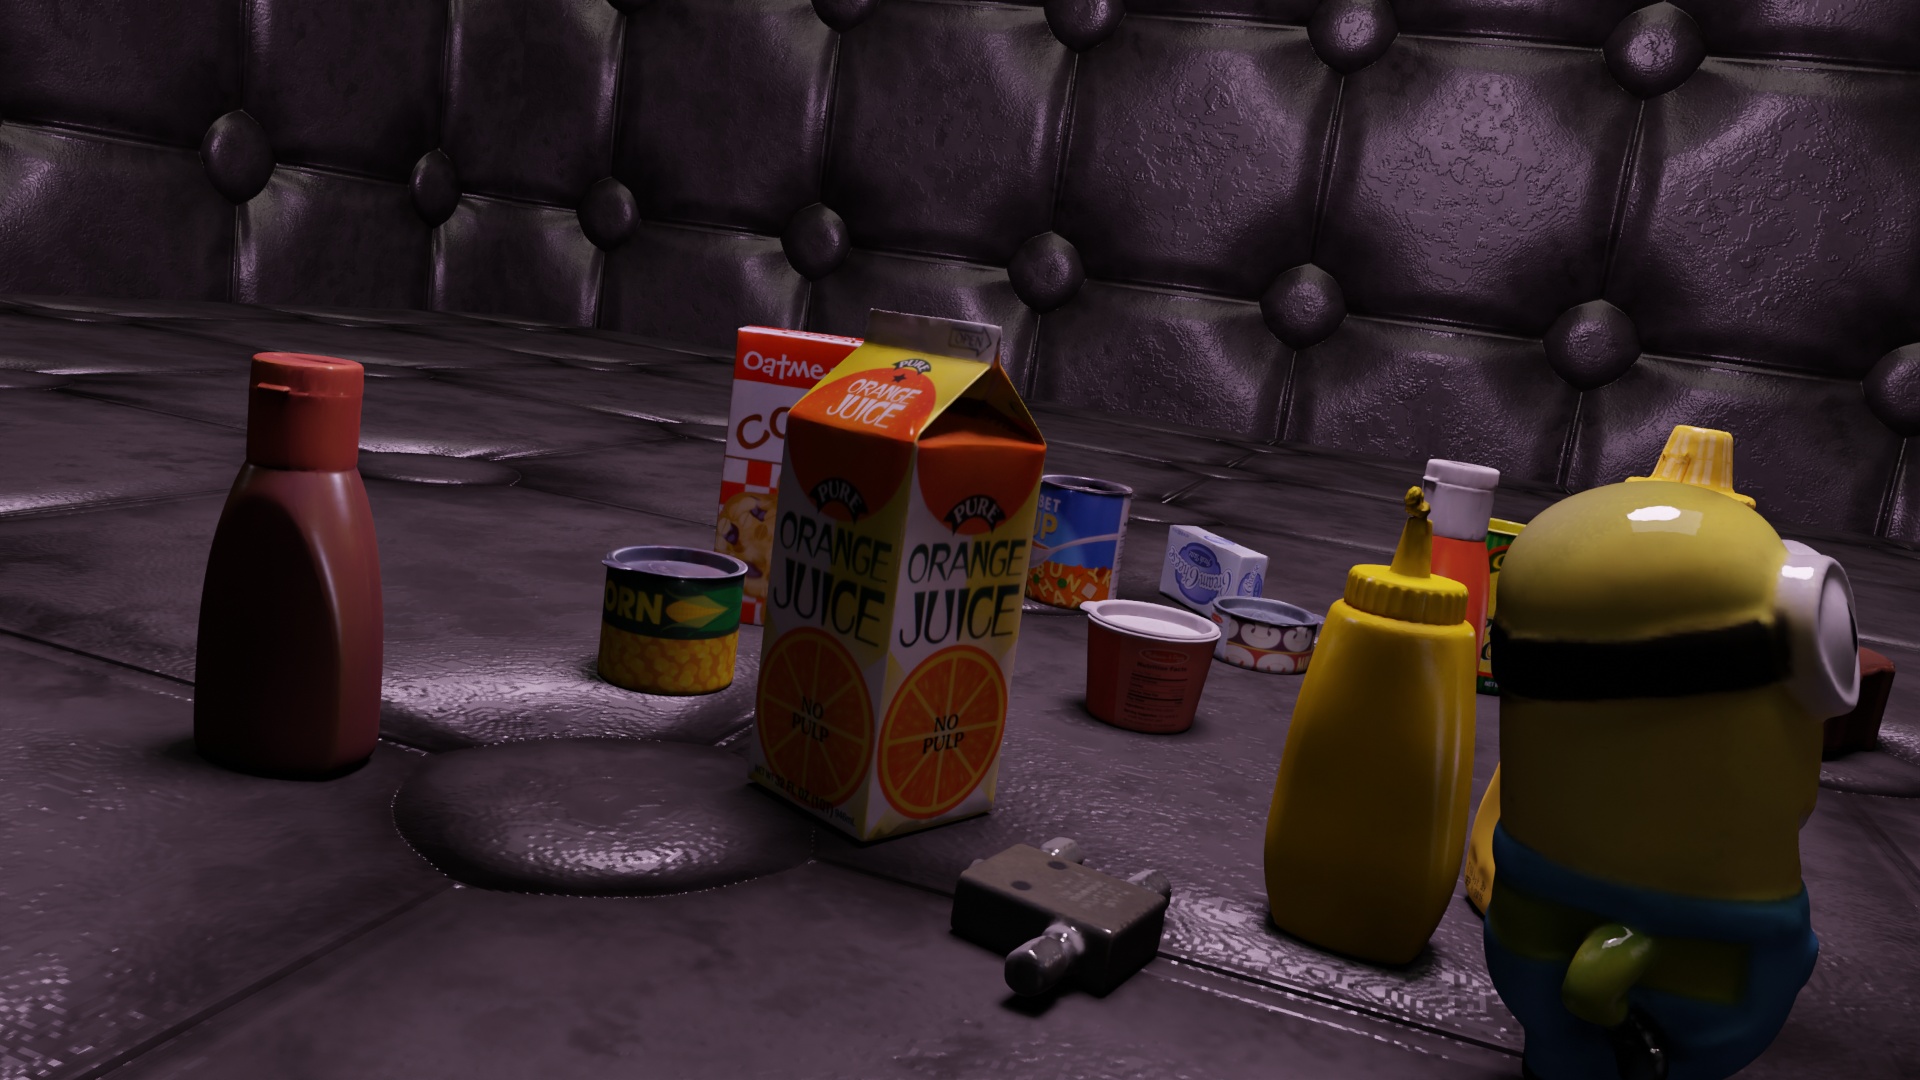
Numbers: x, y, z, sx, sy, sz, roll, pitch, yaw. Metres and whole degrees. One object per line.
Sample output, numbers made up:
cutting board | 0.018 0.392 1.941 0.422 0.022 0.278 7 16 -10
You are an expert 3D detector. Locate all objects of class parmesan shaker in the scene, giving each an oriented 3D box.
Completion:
parmesan shaker | 0.338 0.041 0.885 0.071 0.103 0.071 8 10 -1

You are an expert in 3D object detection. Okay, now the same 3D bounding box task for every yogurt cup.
yogurt cup | 0.095 0.065 0.709 0.072 0.053 0.072 8 10 -1

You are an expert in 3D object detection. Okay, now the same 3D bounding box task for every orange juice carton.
orange juice carton | -0.023 0.009 0.536 0.072 0.192 0.073 17 13 42

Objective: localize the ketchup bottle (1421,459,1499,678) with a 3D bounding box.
ketchup bottle | 0.253 0.032 0.739 0.043 0.148 0.065 5 10 -17

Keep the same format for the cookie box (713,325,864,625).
cookie box | -0.073 -0.032 0.793 0.123 0.167 0.040 8 10 -1

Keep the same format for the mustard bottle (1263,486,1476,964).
mustard bottle | 0.146 0.061 0.475 0.065 0.160 0.049 13 11 25

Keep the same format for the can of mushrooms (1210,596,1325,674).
can of mushrooms | 0.191 0.059 0.868 0.071 0.033 0.071 8 10 -1

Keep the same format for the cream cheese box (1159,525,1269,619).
cream cheese box | 0.179 0.025 0.986 0.024 0.053 0.104 4 11 -21

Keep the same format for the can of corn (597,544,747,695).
can of corn | -0.141 0.038 0.667 0.071 0.058 0.071 8 10 -1

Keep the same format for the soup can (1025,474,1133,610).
soup can | 0.078 0.000 0.962 0.071 0.083 0.071 8 10 -1

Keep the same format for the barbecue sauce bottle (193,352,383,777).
barbecue sauce bottle | -0.241 0.008 0.503 0.065 0.148 0.044 10 10 10
